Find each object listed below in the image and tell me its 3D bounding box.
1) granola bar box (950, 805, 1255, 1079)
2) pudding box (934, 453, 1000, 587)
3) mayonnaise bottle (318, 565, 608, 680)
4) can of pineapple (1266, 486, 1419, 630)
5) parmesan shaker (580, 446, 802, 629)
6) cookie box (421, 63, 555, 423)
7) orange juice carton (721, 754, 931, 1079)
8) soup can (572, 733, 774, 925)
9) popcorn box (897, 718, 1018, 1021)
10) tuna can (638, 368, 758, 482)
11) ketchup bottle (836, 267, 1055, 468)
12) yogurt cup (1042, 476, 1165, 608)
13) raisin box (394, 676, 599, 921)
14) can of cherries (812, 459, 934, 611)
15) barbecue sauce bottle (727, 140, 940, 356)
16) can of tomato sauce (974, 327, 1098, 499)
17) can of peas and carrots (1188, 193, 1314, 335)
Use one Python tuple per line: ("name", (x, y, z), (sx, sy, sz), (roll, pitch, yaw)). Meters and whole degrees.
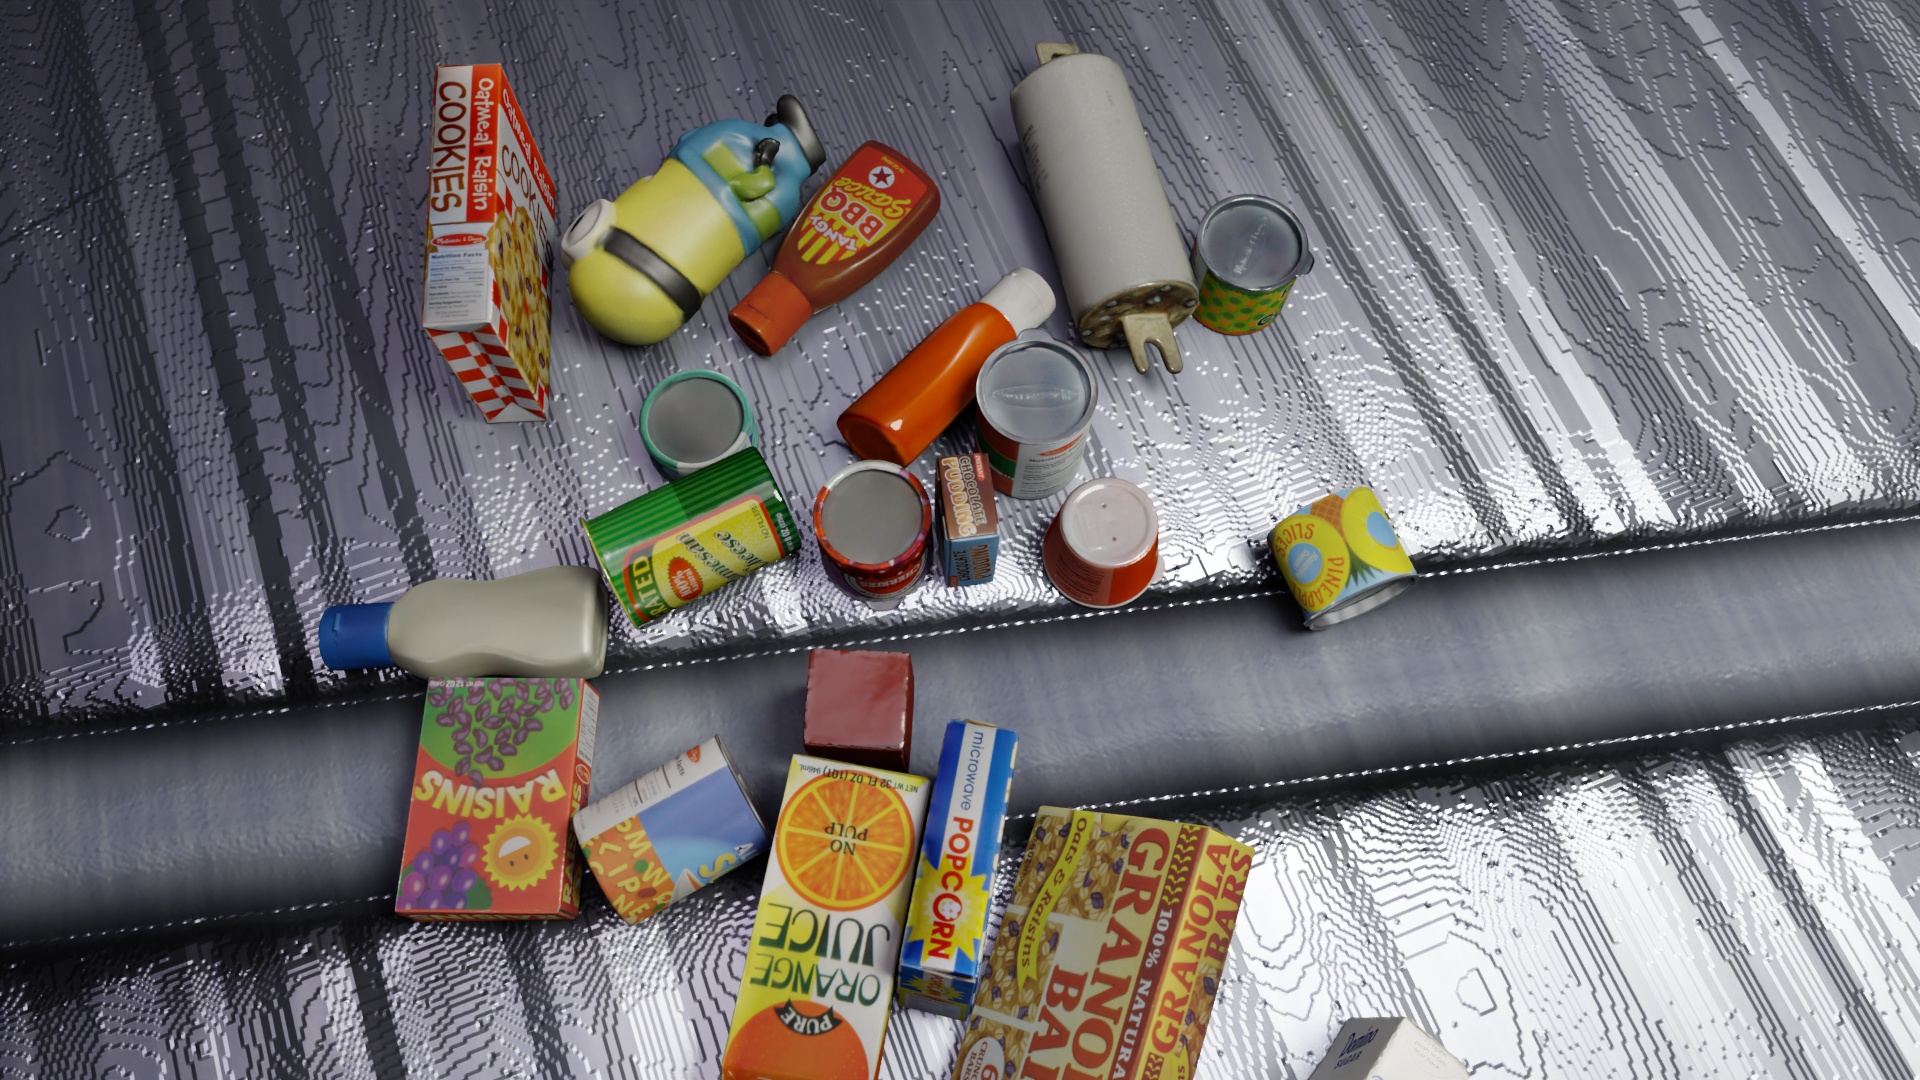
("granola bar box", (0.063, 0.215, 0.668), (0.039, 0.124, 0.166), (32, 67, -30))
("pudding box", (0.003, -0.010, 0.769), (0.030, 0.083, 0.050), (-7, 70, -4))
("mayonnaise bottle", (-0.272, 0.049, 0.766), (0.148, 0.041, 0.065), (-3, 59, -1))
("can of pineapple", (0.211, 0.010, 0.774), (0.071, 0.070, 0.058), (-20, 70, -8))
("parmesan shaker", (-0.148, -0.005, 0.771), (0.103, 0.071, 0.071), (-26, 72, -10))
("cookie box", (-0.271, -0.169, 0.804), (0.040, 0.122, 0.168), (-4, 70, -3))
("orange juice carton", (-0.067, 0.211, 0.692), (0.072, 0.072, 0.193), (10, 70, 3))
("soup can", (-0.146, 0.152, 0.717), (0.084, 0.071, 0.071), (-29, 73, -10))
("popcorn box", (-0.001, 0.164, 0.693), (0.038, 0.084, 0.127), (10, 59, 2))
("tuna can", (-0.154, -0.067, 0.815), (0.071, 0.032, 0.071), (0, 70, -1))
("ketchup bottle", (-0.004, -0.104, 0.820), (0.149, 0.064, 0.043), (-46, 118, -21))
("yogurt cup", (0.081, -0.001, 0.784), (0.072, 0.053, 0.072), (0, 69, 0))
("raisin box", (-0.243, 0.136, 0.735), (0.086, 0.040, 0.124), (0, 68, -2))
("can of cherries", (-0.047, -0.002, 0.779), (0.071, 0.058, 0.072), (0, 69, -1))
("barbecue sauce bottle", (-0.080, -0.176, 0.852), (0.065, 0.043, 0.149), (37, 74, 11))
("can of tomato sauce", (0.041, -0.070, 0.793), (0.071, 0.082, 0.071), (0, 70, -1))
("can of peas and carrots", (0.174, -0.166, 0.844), (0.071, 0.058, 0.071), (0, 70, -1))
